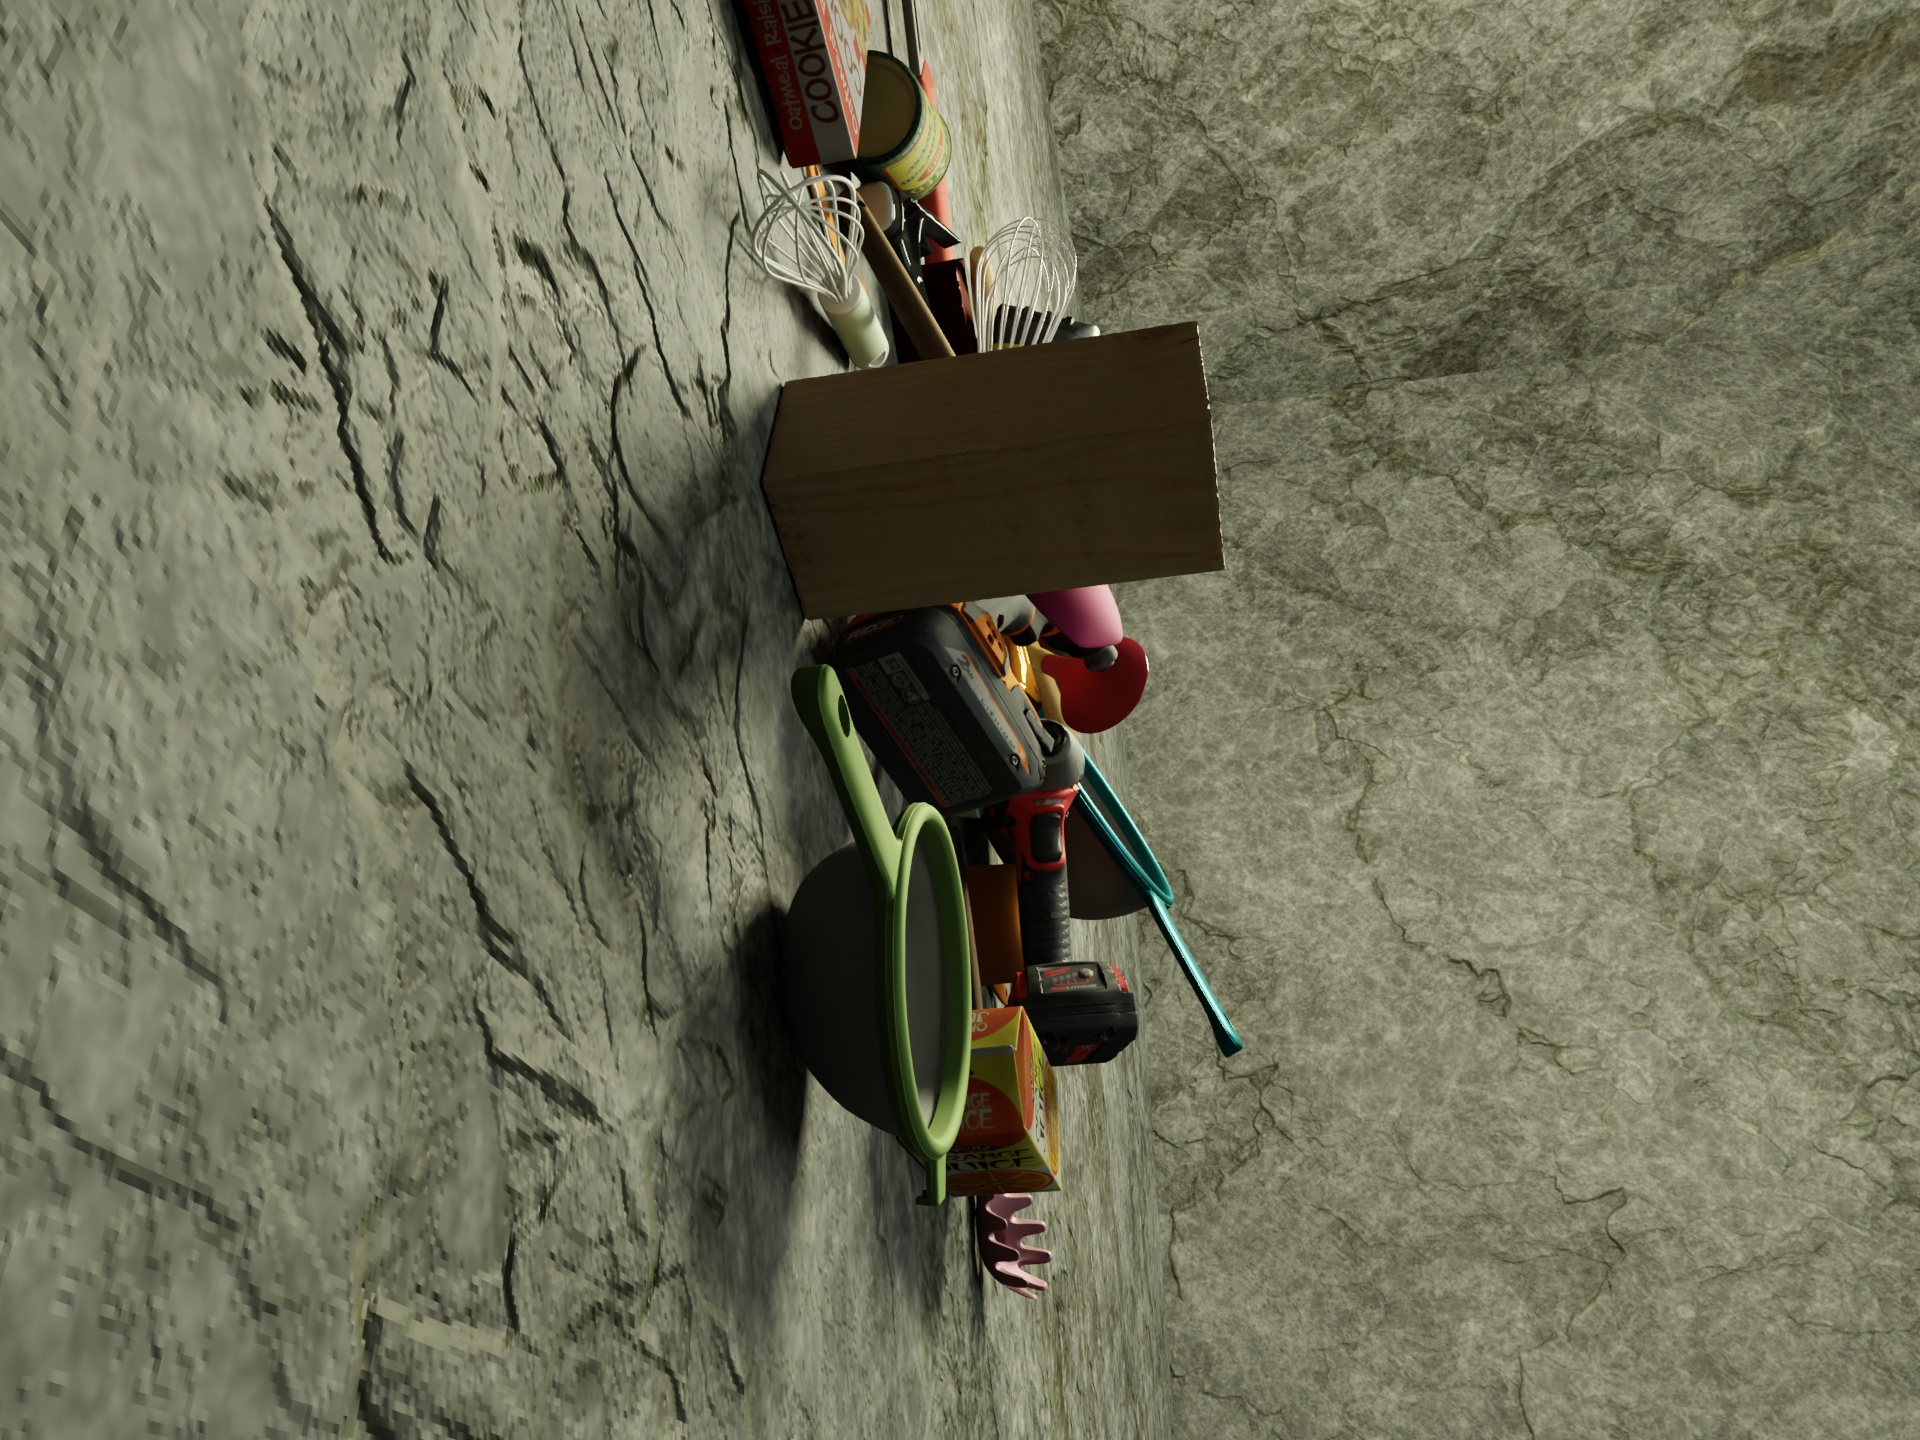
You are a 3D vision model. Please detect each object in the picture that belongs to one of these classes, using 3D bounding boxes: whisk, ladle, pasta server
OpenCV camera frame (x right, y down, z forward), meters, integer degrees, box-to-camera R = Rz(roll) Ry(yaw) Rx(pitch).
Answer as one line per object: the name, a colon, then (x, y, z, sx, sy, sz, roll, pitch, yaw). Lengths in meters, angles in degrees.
whisk: (0.023, -0.203, 1.077, 0.070, 0.070, 0.284, 24, 77, -79)
ladle: (0.061, -0.069, 1.252, 0.321, 0.062, 0.078, -109, -167, -50)
pasta server: (0.018, 0.228, 1.070, 0.060, 0.040, 0.316, -2, 84, -69)
whisk: (-0.066, -0.230, 0.843, 0.059, 0.058, 0.246, 49, 1, 6)
ladle: (0.057, -0.044, 1.128, 0.069, 0.031, 0.315, -58, -163, 0)

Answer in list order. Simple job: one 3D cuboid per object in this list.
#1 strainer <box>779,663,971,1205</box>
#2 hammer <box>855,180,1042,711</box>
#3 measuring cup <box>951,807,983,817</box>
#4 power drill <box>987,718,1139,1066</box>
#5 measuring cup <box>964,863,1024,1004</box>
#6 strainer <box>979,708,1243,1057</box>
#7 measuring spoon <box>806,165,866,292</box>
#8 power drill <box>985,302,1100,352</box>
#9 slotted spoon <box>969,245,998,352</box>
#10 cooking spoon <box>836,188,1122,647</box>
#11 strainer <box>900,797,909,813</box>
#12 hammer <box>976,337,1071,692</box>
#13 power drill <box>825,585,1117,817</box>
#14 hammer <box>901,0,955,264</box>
strainer: (-0.051, 0.076, 0.650, 0.152, 0.069, 0.256, -84, 164, -44)
hammer: (0.000, -0.165, 1.012, 0.127, 0.034, 0.337, -9, 85, -70)
measuring cup: (-0.002, -0.003, 1.082, 0.168, 0.038, 0.083, -85, 173, -49)
power drill: (0.058, 0.109, 1.043, 0.143, 0.078, 0.220, 105, -19, -68)
measuring cup: (0.039, 0.170, 1.184, 0.173, 0.052, 0.095, 68, 18, -53)
strainer: (0.096, 0.126, 1.207, 0.210, 0.095, 0.341, 44, 15, -54)
measuring spoon: (-0.072, -0.289, 0.934, 0.116, 0.011, 0.021, 70, 17, -57)
power drill: (0.037, -0.179, 1.183, 0.171, 0.080, 0.223, 58, 47, -86)
slotted spoon: (0.023, -0.305, 1.254, 0.313, 0.031, 0.070, 61, 23, -82)
cooking spoon: (0.004, -0.173, 0.877, 0.068, 0.017, 0.319, -9, 64, -44)
strainer: (-0.021, 0.012, 0.931, 0.259, 0.050, 0.086, -83, 155, -55)
hammer: (0.050, -0.183, 1.449, 0.143, 0.038, 0.387, -46, -133, 50)
power drill: (0.024, -0.048, 0.895, 0.164, 0.084, 0.227, 56, 36, -23)
hammer: (-0.028, -0.472, 1.254, 0.149, 0.037, 0.359, -19, 103, -80)
